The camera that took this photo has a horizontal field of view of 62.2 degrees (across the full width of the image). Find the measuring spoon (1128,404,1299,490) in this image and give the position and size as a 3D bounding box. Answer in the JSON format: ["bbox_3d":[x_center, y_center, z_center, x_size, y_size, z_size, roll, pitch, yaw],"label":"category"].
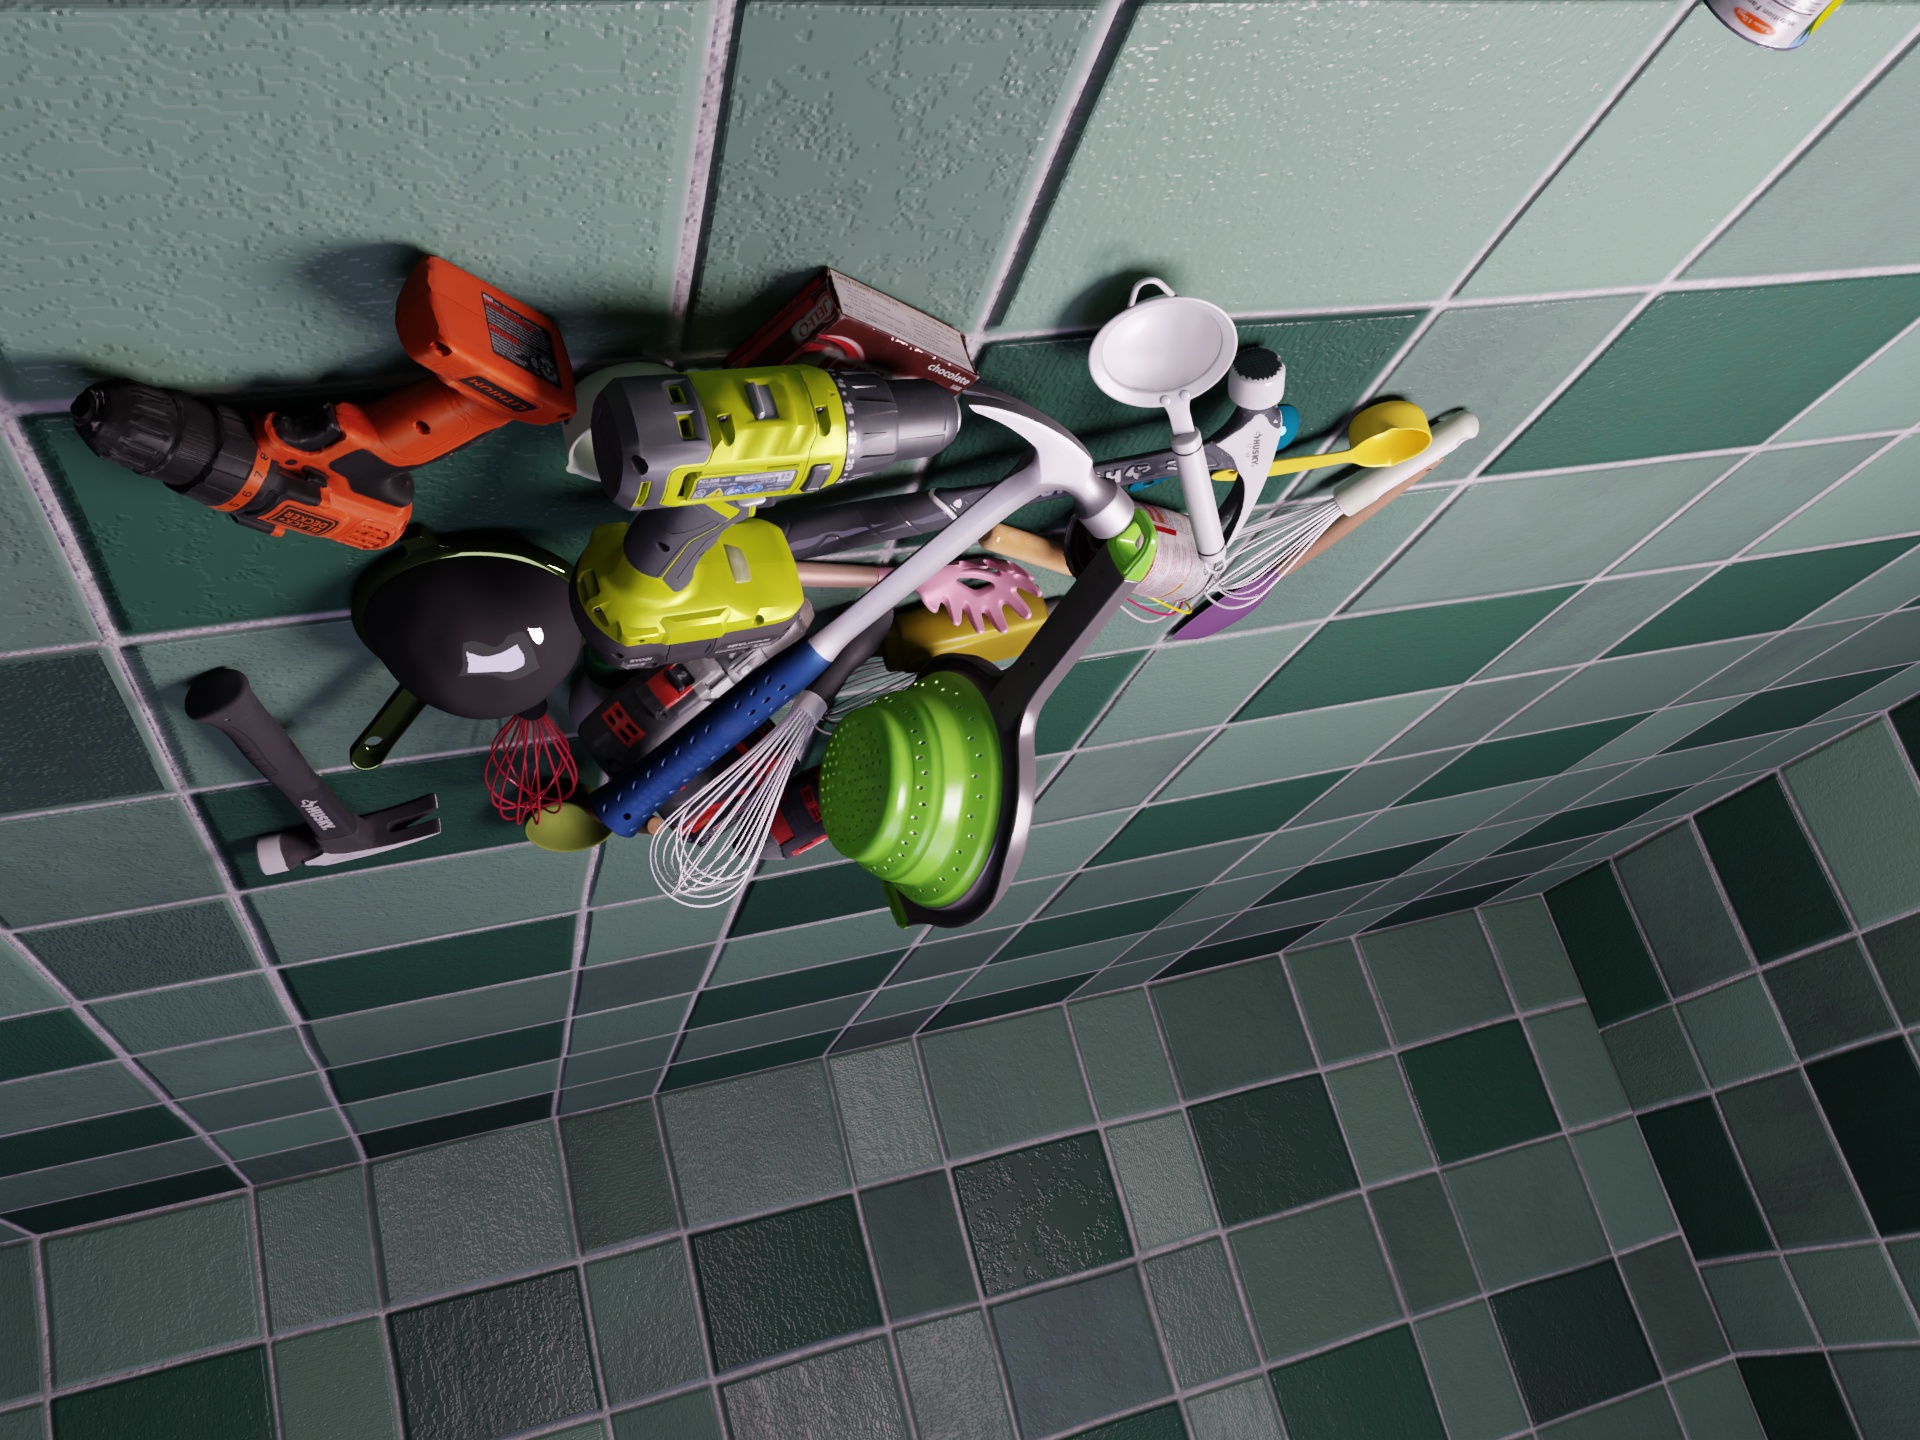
[{"bbox_3d":[0.179,-0.183,1.117,0.128,0.021,0.042,-23,159,16],"label":"measuring spoon"}]

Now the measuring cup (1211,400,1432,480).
[{"bbox_3d":[0.258,-0.199,1.148,0.156,0.029,0.062,-8,162,13],"label":"measuring cup"}]

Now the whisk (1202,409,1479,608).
[{"bbox_3d":[0.287,-0.163,1.225,0.246,0.059,0.057,-33,167,27],"label":"whisk"}]

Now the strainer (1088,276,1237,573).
[{"bbox_3d":[0.135,-0.179,0.976,0.087,0.050,0.258,-12,139,11],"label":"strainer"}]

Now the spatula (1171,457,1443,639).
[{"bbox_3d":[0.286,-0.139,1.328,0.059,0.018,0.316,-4,158,-33],"label":"spatula"}]

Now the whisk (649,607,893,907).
[{"bbox_3d":[-0.127,0.014,1.141,0.285,0.070,0.070,-57,179,-28],"label":"whisk"}]

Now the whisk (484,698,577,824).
[{"bbox_3d":[-0.318,0.000,1.174,0.073,0.073,0.295,-9,153,-19],"label":"whisk"}]

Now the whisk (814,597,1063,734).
[{"bbox_3d":[-0.014,-0.046,1.301,0.239,0.055,0.055,-22,160,5],"label":"whisk"}]

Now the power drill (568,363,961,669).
[{"bbox_3d":[-0.118,-0.117,0.880,0.190,0.080,0.228,-11,162,-27],"label":"power drill"}]

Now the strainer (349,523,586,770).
[{"bbox_3d":[-0.337,-0.018,1.033,0.151,0.069,0.256,16,137,-39],"label":"strainer"}]

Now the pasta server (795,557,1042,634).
[{"bbox_3d":[-0.082,-0.098,1.121,0.316,0.040,0.060,-1,133,-34],"label":"pasta server"}]

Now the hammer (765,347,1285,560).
[{"bbox_3d":[0.010,-0.142,1.042,0.409,0.036,0.149,-12,142,-4],"label":"hammer"}]

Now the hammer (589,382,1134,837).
[{"bbox_3d":[-0.087,-0.057,1.025,0.405,0.035,0.143,-37,128,16],"label":"hammer"}]

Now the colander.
[{"bbox_3d":[-0.002,-0.004,1.112,0.094,0.205,0.397,6,137,-33],"label":"colander"}]

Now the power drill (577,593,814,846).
[{"bbox_3d":[-0.180,-0.004,1.199,0.188,0.080,0.226,-40,165,-11],"label":"power drill"}]

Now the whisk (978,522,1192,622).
[{"bbox_3d":[0.103,-0.115,1.213,0.051,0.047,0.244,-30,153,36],"label":"whisk"}]

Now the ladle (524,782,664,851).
[{"bbox_3d":[-0.283,0.085,1.261,0.078,0.062,0.320,4,178,-25],"label":"ladle"}]

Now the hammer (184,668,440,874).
[{"bbox_3d":[-0.488,0.040,1.177,0.146,0.035,0.334,-12,160,-11],"label":"hammer"}]

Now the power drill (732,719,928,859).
[{"bbox_3d":[-0.096,0.065,1.392,0.143,0.078,0.219,-30,174,33],"label":"power drill"}]

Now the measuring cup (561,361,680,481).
[{"bbox_3d":[-0.173,-0.154,0.906,0.083,0.038,0.167,-18,166,2],"label":"measuring cup"}]
